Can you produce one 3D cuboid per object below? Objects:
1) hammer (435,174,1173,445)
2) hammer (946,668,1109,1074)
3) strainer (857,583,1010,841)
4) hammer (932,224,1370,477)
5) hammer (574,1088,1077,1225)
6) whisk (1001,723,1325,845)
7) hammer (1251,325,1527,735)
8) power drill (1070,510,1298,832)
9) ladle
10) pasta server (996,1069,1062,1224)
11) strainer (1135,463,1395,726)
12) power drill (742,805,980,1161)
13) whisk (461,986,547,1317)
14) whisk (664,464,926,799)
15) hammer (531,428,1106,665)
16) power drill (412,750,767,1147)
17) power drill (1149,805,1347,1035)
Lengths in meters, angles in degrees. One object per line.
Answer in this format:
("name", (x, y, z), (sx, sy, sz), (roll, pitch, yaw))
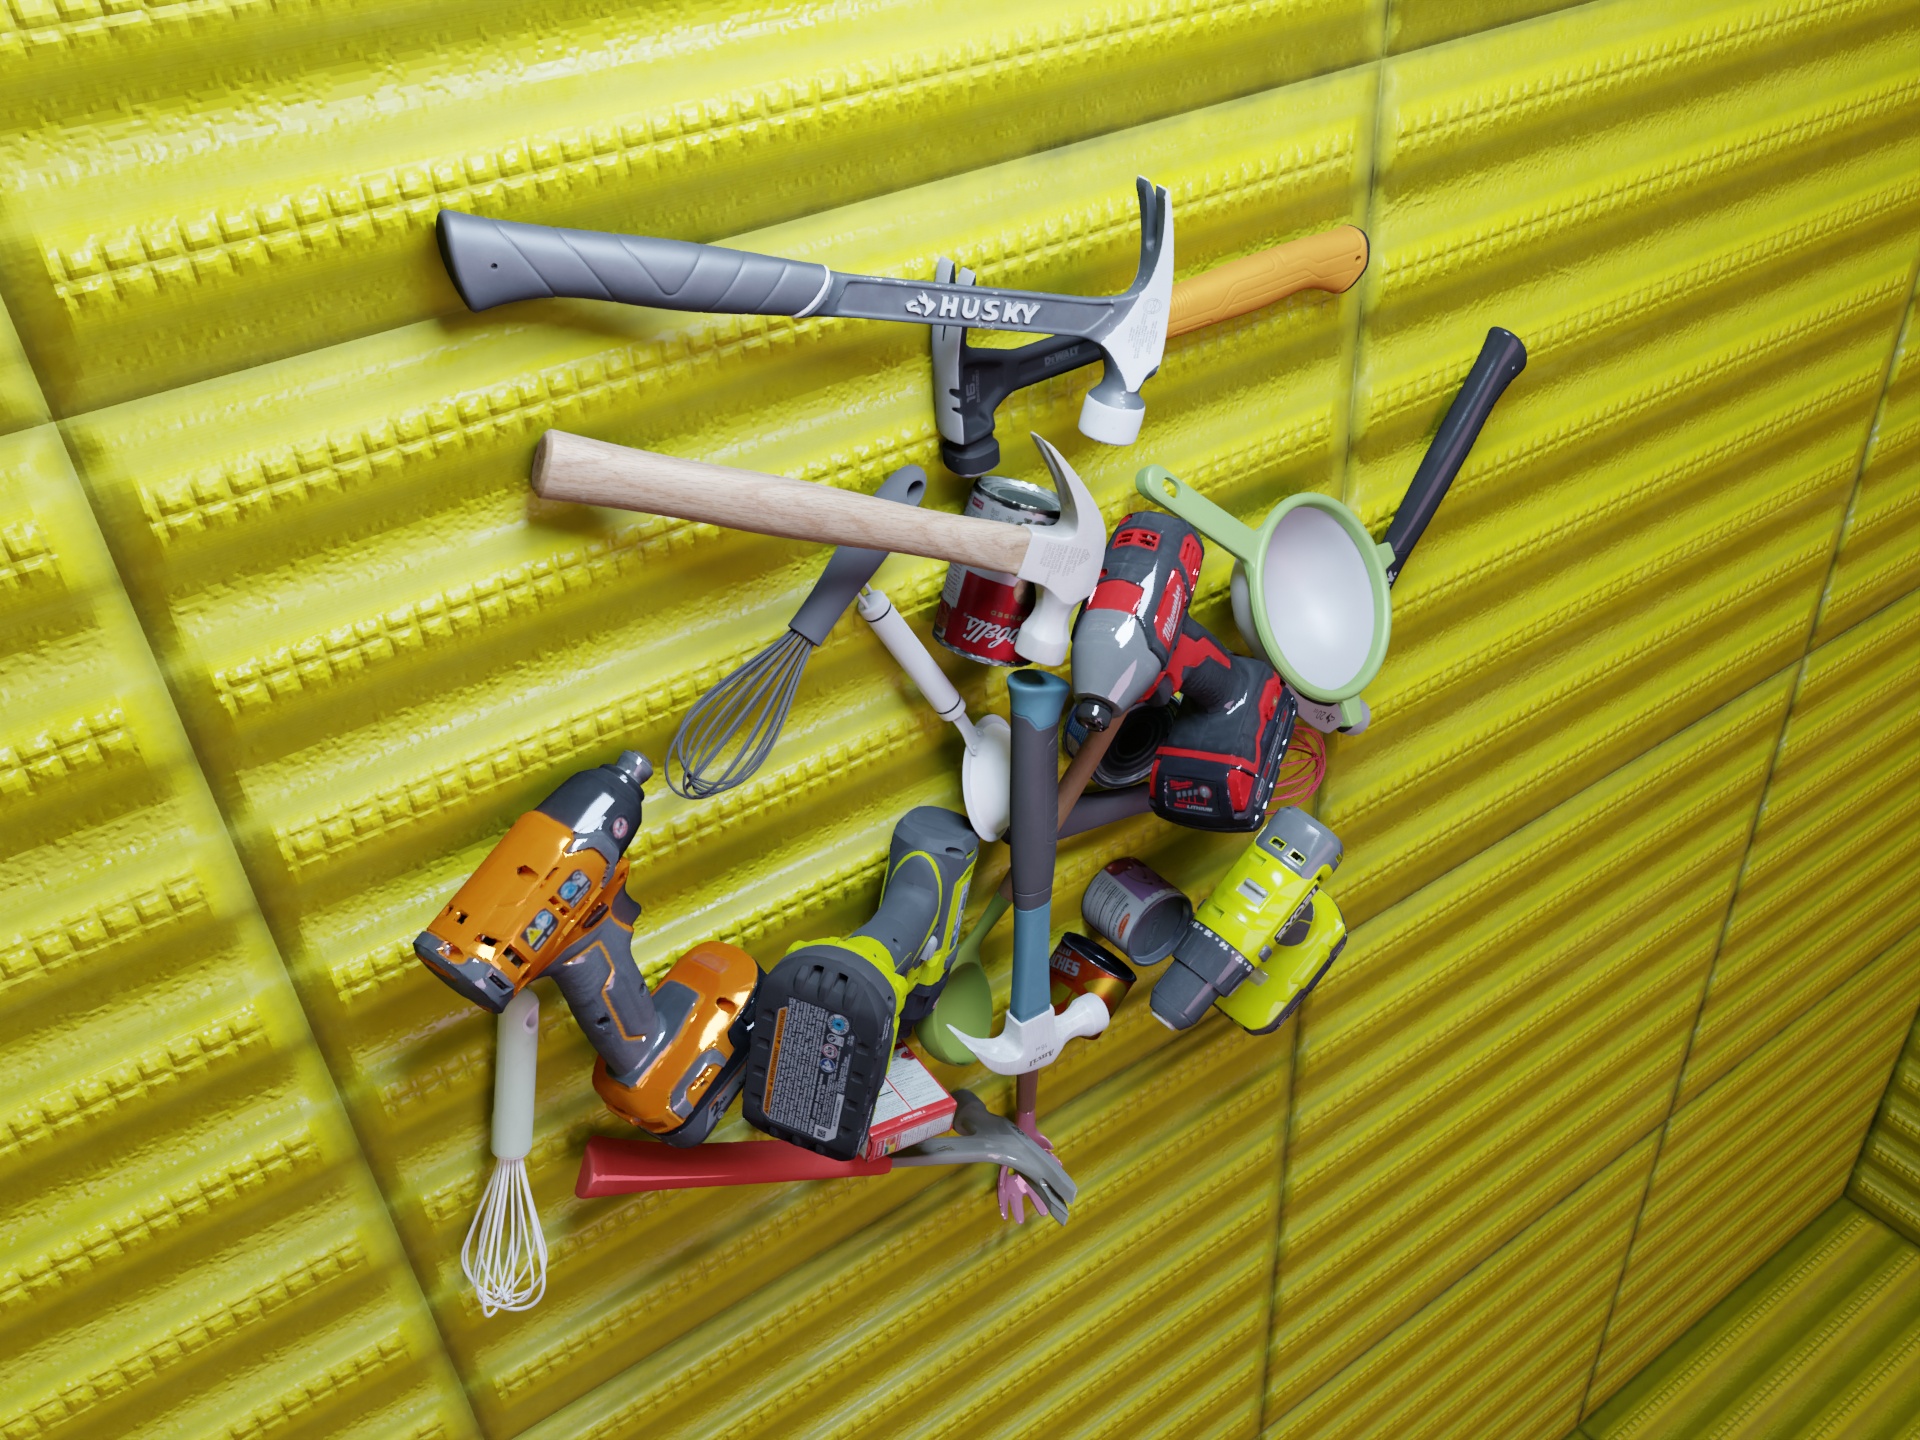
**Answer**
("hammer", (-0.058, -0.223, 0.817), (0.408, 0.036, 0.149), (-3, 122, -30))
("hammer", (0.050, 0.109, 1.073), (0.128, 0.033, 0.330), (-22, 128, -29))
("strainer", (-0.002, -0.003, 1.032), (0.258, 0.050, 0.087), (53, 44, -39))
("hammer", (0.127, -0.259, 0.985), (0.337, 0.034, 0.127), (-24, 131, -26))
("hammer", (-0.093, 0.312, 1.114), (0.358, 0.149, 0.036), (8, 104, -36))
("whisk", (0.158, 0.053, 1.201), (0.295, 0.073, 0.073), (-12, 124, -26))
("hammer", (0.342, -0.146, 1.236), (0.146, 0.035, 0.334), (14, 107, -45))
("power drill", (0.139, -0.019, 1.031), (0.219, 0.078, 0.143), (48, 57, -48))
("ladle", (0.054, 0.109, 1.122), (0.078, 0.062, 0.320), (-3, 127, -57))
("pasta server", (0.056, 0.296, 1.260), (0.060, 0.040, 0.316), (-13, 134, -15))
("strainer", (0.201, -0.106, 1.124), (0.256, 0.069, 0.151), (28, 67, -31))
("power drill", (-0.055, 0.173, 1.020), (0.223, 0.080, 0.171), (-46, 151, -63))
("whisk", (-0.280, 0.271, 0.988), (0.058, 0.059, 0.246), (-48, 150, -64))
("whisk", (-0.093, -0.053, 0.930), (0.239, 0.055, 0.055), (-55, 137, -4))
("hammer", (-0.065, -0.113, 0.870), (0.331, 0.031, 0.130), (7, 112, -28))
("power drill", (-0.194, 0.133, 0.935), (0.164, 0.084, 0.226), (-54, 135, -23))
("power drill", (0.235, 0.181, 1.279), (0.190, 0.080, 0.228), (-51, 154, -5))
